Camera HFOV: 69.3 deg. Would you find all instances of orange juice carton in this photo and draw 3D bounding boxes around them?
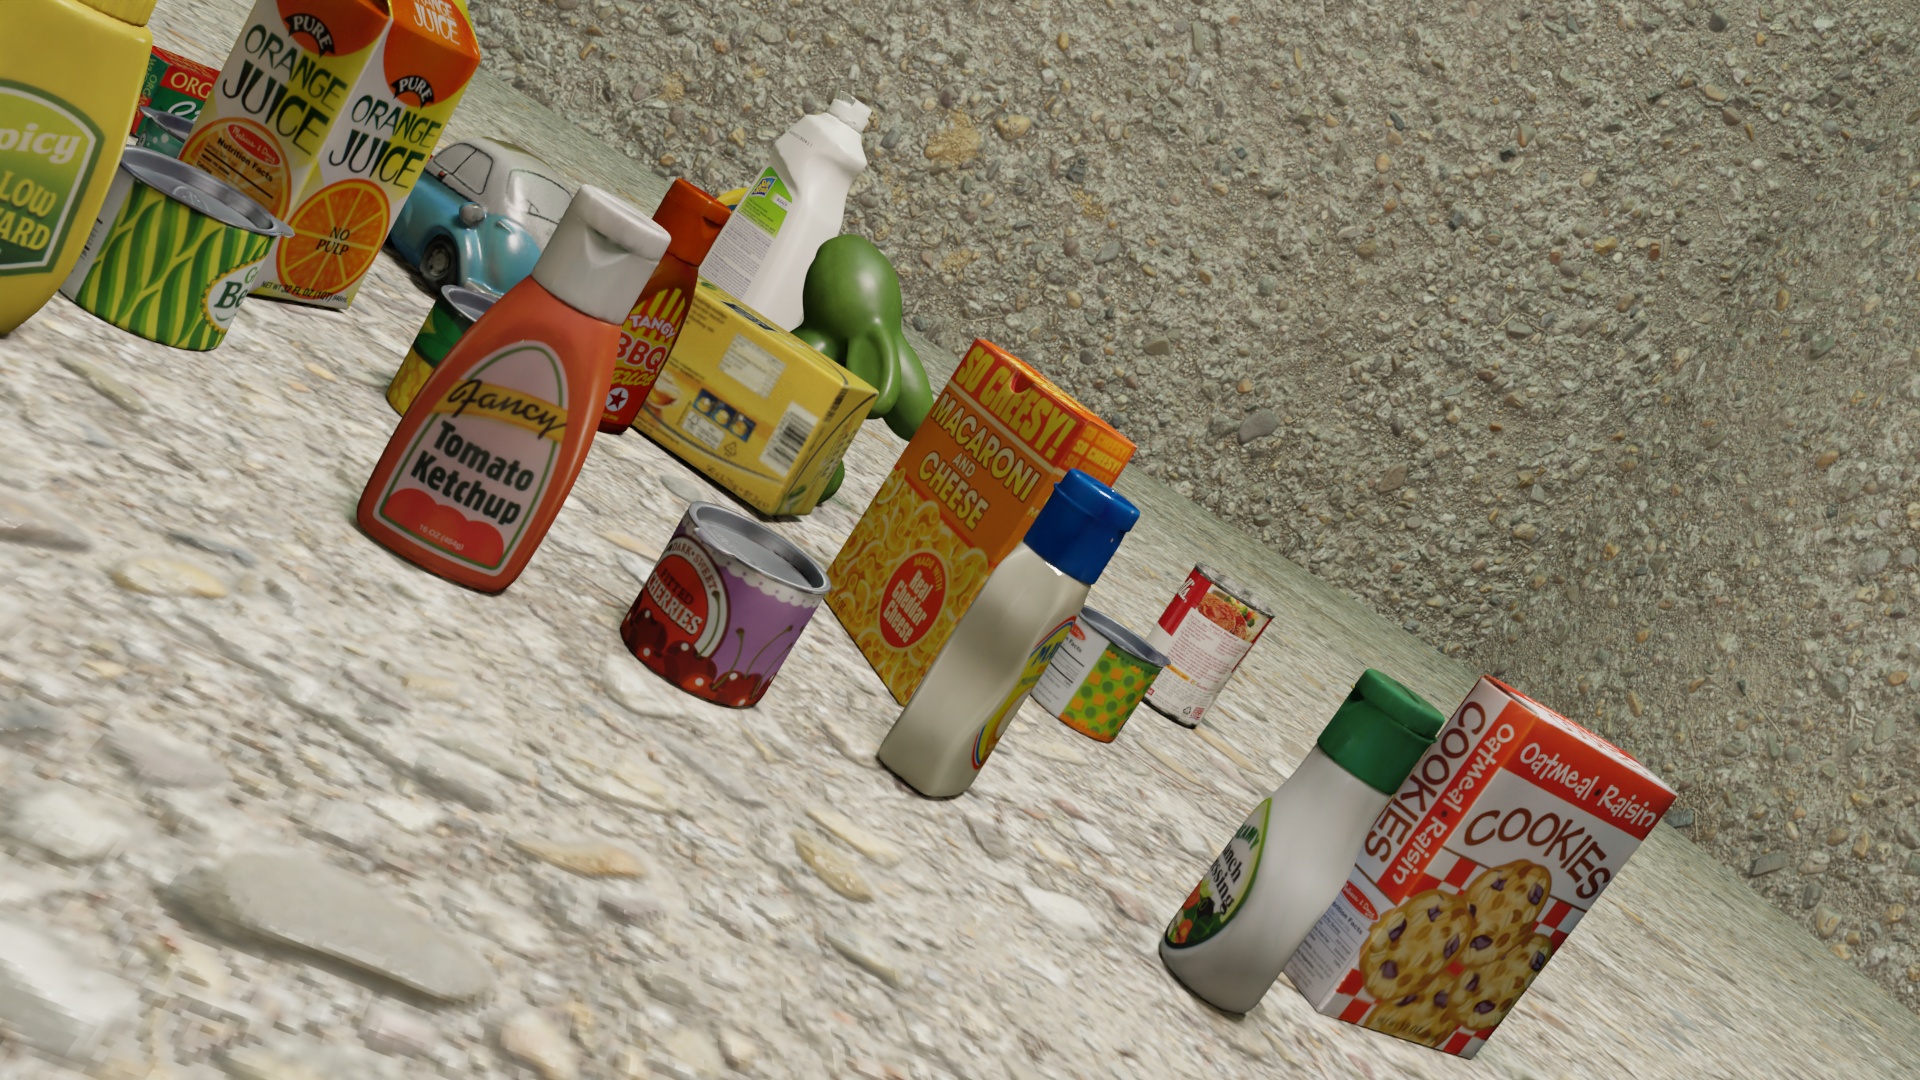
[{"bbox_3d":[-0.308,-0.216,0.683,0.073,0.192,0.072,35,10,11],"label":"orange juice carton"}]

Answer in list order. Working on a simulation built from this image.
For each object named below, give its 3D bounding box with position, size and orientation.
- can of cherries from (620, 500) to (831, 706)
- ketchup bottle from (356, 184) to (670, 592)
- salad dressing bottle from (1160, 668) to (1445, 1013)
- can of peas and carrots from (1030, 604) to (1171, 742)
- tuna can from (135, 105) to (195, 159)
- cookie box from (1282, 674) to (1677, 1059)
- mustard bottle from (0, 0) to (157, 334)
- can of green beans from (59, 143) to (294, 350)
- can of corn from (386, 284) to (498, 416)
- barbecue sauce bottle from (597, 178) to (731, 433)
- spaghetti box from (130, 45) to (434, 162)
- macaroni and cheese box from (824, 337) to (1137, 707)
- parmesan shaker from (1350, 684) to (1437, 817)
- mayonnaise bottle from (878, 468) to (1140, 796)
[{"bbox_3d":[-0.097,0.025,0.561,0.071,0.058,0.071,32,10,-6],"label":"can of cherries"},{"bbox_3d":[-0.158,-0.057,0.508,0.064,0.148,0.043,30,10,-16],"label":"ketchup bottle"},{"bbox_3d":[0.139,0.121,0.566,0.044,0.147,0.064,32,10,-2],"label":"salad dressing bottle"},{"bbox_3d":[0.083,0.081,0.840,0.071,0.058,0.071,32,10,-6],"label":"can of peas and carrots"},{"bbox_3d":[-0.415,-0.203,0.755,0.071,0.032,0.071,31,10,-6],"label":"tuna can"},{"bbox_3d":[0.243,0.157,0.654,0.123,0.167,0.040,27,11,-32],"label":"cookie box"},{"bbox_3d":[-0.307,-0.148,0.456,0.065,0.160,0.049,22,15,-49],"label":"mustard bottle"},{"bbox_3d":[-0.321,-0.118,0.564,0.071,0.057,0.071,32,10,-6],"label":"can of green beans"},{"bbox_3d":[-0.229,-0.080,0.661,0.071,0.058,0.071,32,10,-6],"label":"can of corn"},{"bbox_3d":[-0.185,-0.135,0.799,0.044,0.148,0.065,38,11,30],"label":"barbecue sauce bottle"},{"bbox_3d":[-0.434,-0.259,0.911,0.029,0.050,0.250,35,11,16],"label":"spaghetti box"},{"bbox_3d":[0.003,-0.009,0.715,0.040,0.166,0.124,26,12,-36],"label":"macaroni and cheese box"},{"bbox_3d":[0.247,0.152,0.873,0.071,0.103,0.071,32,10,-6],"label":"parmesan shaker"},{"bbox_3d":[0.023,0.040,0.597,0.041,0.148,0.065,36,10,17],"label":"mayonnaise bottle"}]
